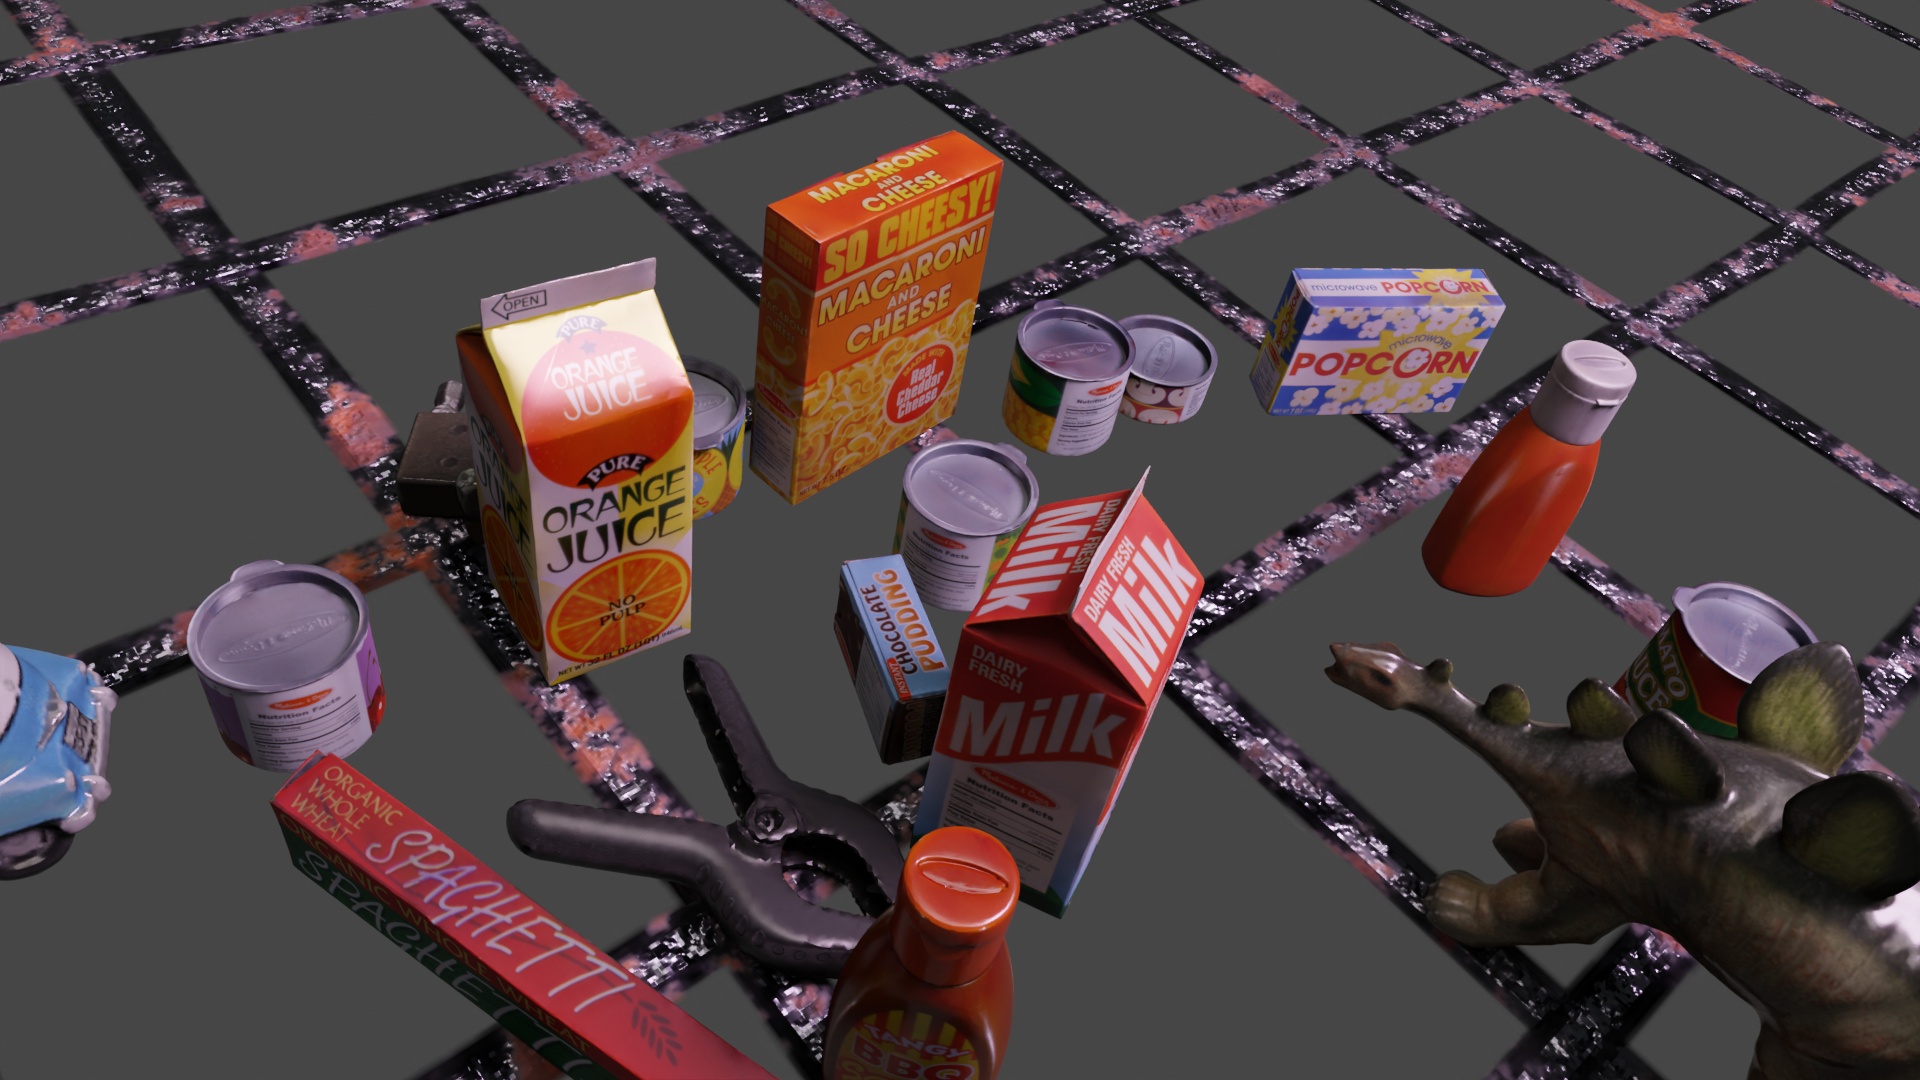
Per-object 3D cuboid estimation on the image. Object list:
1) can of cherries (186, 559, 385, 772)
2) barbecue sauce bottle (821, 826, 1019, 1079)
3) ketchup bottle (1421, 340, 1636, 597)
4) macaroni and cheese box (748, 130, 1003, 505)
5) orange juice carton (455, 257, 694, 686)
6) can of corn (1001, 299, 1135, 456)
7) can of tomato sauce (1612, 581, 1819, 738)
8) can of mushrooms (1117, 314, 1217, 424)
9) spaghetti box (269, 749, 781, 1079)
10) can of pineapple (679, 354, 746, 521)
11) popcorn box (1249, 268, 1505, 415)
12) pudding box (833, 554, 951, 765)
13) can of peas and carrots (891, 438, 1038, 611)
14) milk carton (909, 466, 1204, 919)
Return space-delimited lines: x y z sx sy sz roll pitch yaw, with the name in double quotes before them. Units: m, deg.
"can of cherries" -0.276 0.051 0.573 0.071 0.058 0.072 6 46 -6
"barbecue sauce bottle" -0.010 0.151 0.471 0.065 0.147 0.044 14 46 2
"ketchup bottle" 0.293 -0.034 0.711 0.065 0.148 0.044 0 47 -12
"macaroni and cheese box" -0.046 -0.111 0.702 0.040 0.165 0.124 39 51 24
"orange juice carton" -0.160 -0.033 0.585 0.072 0.191 0.073 -21 54 -28
"can of corn" 0.058 -0.091 0.781 0.071 0.058 0.071 6 46 -6
"can of tomato sauce" 0.358 0.071 0.671 0.071 0.082 0.071 6 46 -6
"can of mushrooms" 0.113 -0.102 0.819 0.071 0.033 0.071 6 46 -6
"spaghetti box" -0.149 0.160 0.501 0.250 0.049 0.029 29 48 16
"can of pineapple" -0.142 -0.050 0.699 0.071 0.057 0.071 6 46 -6
"popcorn box" 0.246 -0.118 0.827 0.127 0.084 0.038 -3 47 -14
"pudding box" -0.031 0.052 0.630 0.030 0.049 0.084 -9 49 -20
"can of peas and carrots" 0.002 -0.009 0.689 0.071 0.058 0.071 6 46 -6
"milk carton" 0.038 0.059 0.540 0.073 0.189 0.073 23 47 11
